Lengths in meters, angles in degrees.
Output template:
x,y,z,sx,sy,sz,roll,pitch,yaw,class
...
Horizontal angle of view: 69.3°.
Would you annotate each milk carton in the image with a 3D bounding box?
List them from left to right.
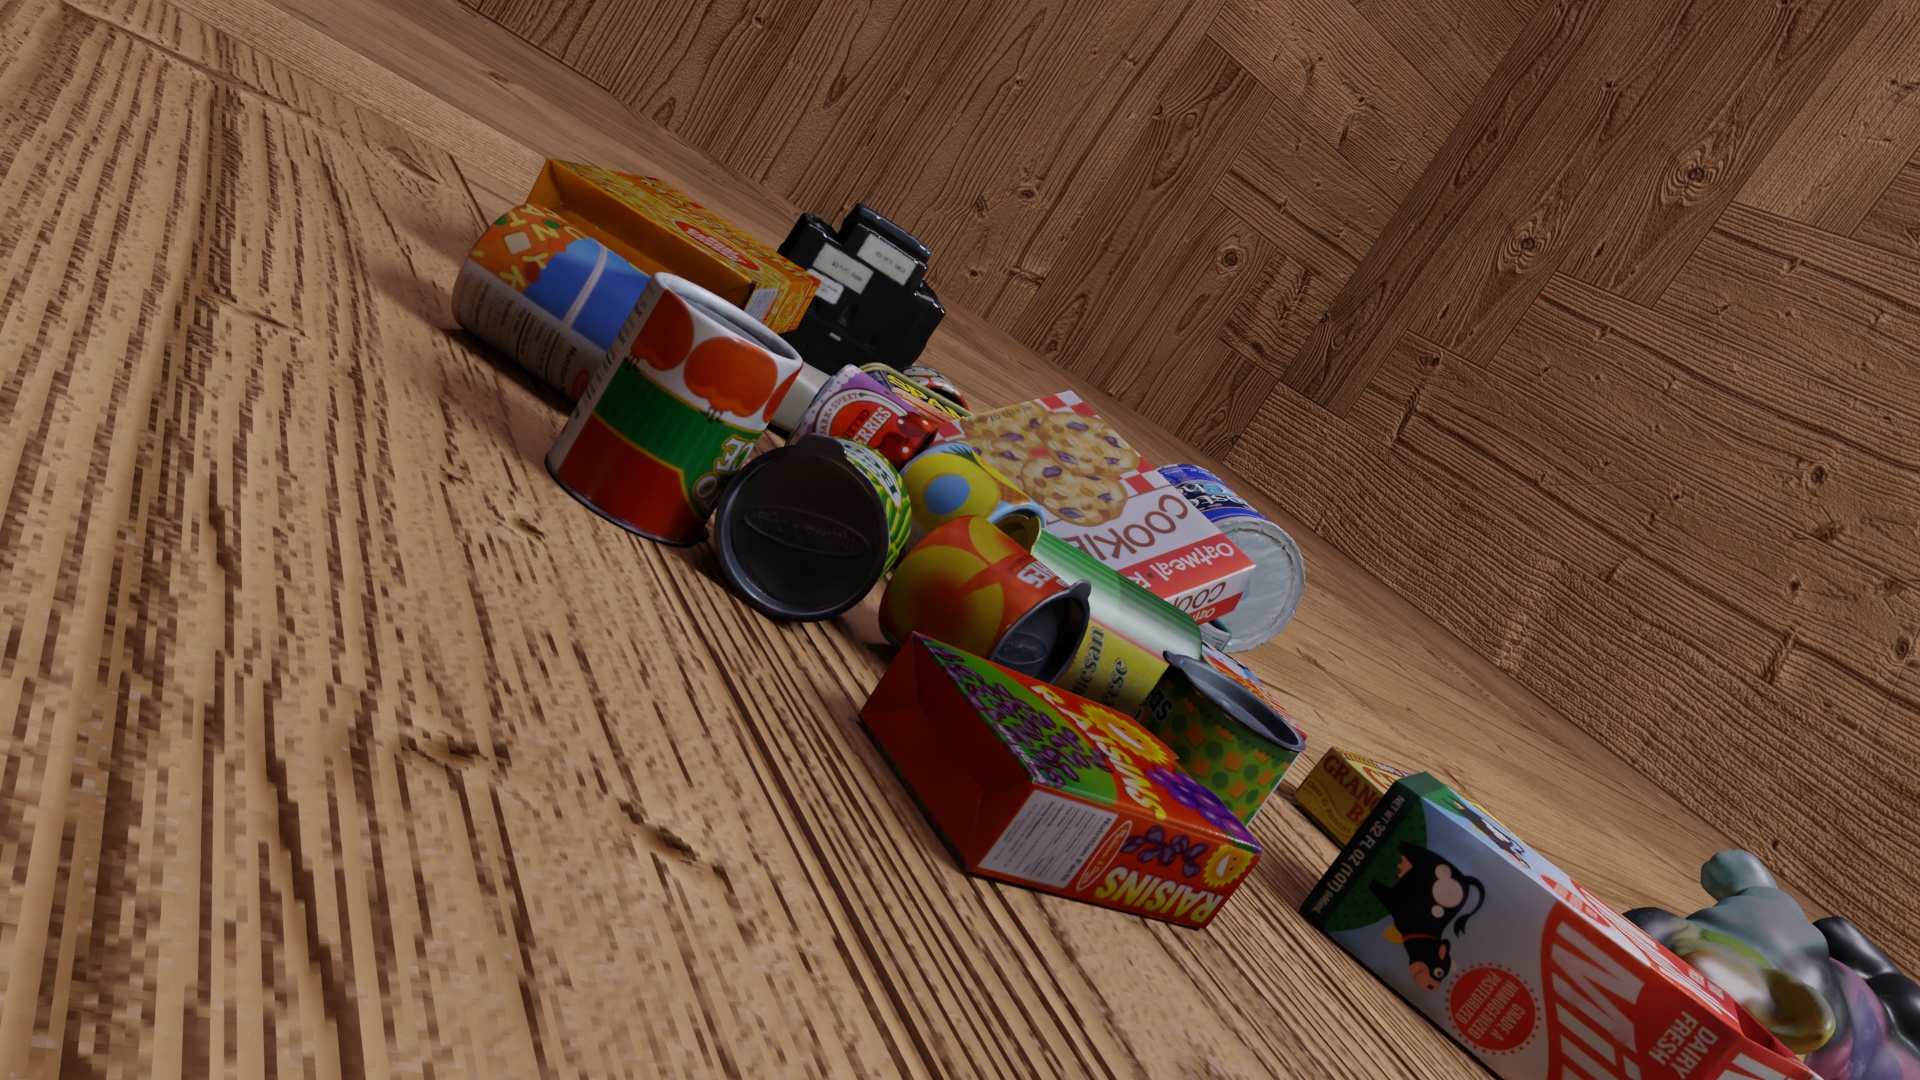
x,y,z,sx,sy,sz,roll,pitch,yaw,class
0.242,0.181,0.561,0.191,0.072,0.073,39,12,25,milk carton

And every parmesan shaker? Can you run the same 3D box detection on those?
x,y,z,sx,sy,sz,roll,pitch,yaw,class
0.055,0.039,0.642,0.103,0.071,0.071,29,12,-22,parmesan shaker

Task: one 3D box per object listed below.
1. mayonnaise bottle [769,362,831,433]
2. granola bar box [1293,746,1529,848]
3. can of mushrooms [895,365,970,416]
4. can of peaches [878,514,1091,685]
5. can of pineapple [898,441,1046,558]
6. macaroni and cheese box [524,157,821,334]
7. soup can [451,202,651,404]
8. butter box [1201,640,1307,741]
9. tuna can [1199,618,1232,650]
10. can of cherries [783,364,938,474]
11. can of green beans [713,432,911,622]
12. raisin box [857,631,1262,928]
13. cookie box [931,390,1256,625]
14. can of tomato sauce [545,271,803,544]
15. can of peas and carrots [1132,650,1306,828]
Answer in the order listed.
x,y,z,sx,sy,sz,roll,pitch,yaw,class
-0.125,-0.098,0.803,0.148,0.041,0.065,26,13,-26,mayonnaise bottle
0.271,0.176,0.749,0.165,0.039,0.124,23,16,-43,granola bar box
-0.026,-0.081,0.931,0.071,0.071,0.033,27,13,-30,can of mushrooms
0.010,0.030,0.560,0.058,0.071,0.071,38,12,30,can of peaches
0.003,-0.009,0.703,0.058,0.071,0.071,41,13,32,can of pineapple
-0.154,-0.160,0.775,0.124,0.040,0.167,32,12,-1,macaroni and cheese box
-0.168,-0.101,0.615,0.084,0.071,0.071,34,11,3,soup can
0.165,0.094,0.838,0.053,0.024,0.104,29,12,-18,butter box
0.144,0.055,0.920,0.071,0.032,0.071,32,12,-7,tuna can
-0.052,-0.050,0.728,0.058,0.071,0.071,35,11,3,can of cherries
-0.055,-0.006,0.539,0.071,0.071,0.058,34,11,1,can of green beans
0.036,0.084,0.482,0.123,0.040,0.086,25,13,-39,raisin box
0.064,-0.010,0.779,0.123,0.040,0.168,-17,51,-35,cookie box
-0.107,-0.050,0.533,0.071,0.083,0.071,32,11,-7,can of tomato sauce
0.100,0.089,0.588,0.071,0.058,0.071,32,11,-7,can of peas and carrots
